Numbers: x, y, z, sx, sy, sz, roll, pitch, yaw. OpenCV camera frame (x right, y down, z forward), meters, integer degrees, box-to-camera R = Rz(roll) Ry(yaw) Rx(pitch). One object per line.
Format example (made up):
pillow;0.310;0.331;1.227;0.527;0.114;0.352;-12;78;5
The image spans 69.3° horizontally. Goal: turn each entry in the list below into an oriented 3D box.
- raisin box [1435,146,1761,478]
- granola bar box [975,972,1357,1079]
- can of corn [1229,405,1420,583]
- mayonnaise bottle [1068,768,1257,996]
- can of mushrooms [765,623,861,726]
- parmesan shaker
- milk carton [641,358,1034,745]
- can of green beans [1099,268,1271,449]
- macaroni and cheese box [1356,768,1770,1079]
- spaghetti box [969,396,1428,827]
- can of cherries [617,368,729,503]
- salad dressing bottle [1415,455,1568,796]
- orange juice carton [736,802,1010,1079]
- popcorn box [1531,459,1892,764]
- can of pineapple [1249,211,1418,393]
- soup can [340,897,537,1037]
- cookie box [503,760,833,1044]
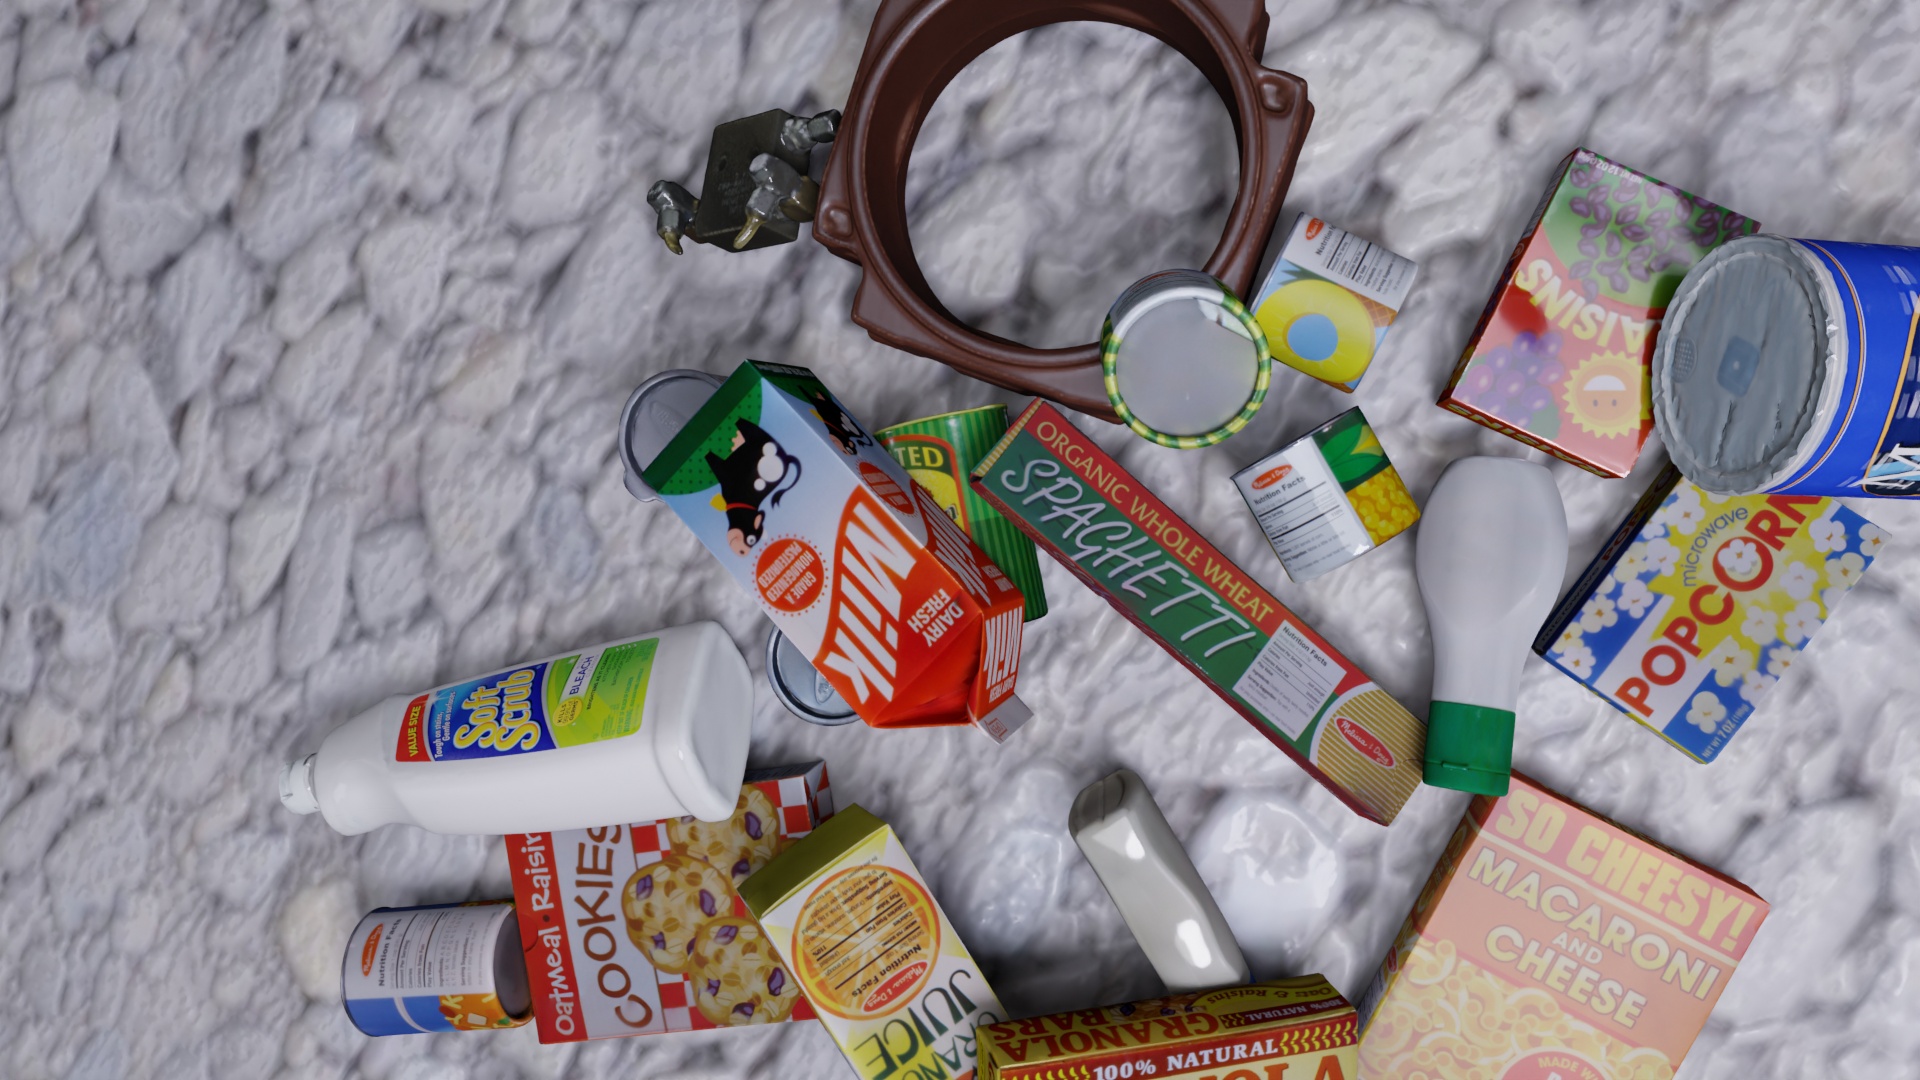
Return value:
raisin box;0.283;-0.100;0.623;0.086;0.040;0.123;26;96;8
granola bar box;0.093;0.268;0.619;0.166;0.039;0.124;-5;103;-12
can of corn;0.168;-0.021;0.636;0.071;0.071;0.058;-30;87;11
mayonnaise bottle;0.103;0.183;0.658;0.041;0.065;0.148;-29;96;11
can of mushrooms;-0.059;0.059;0.700;0.071;0.033;0.071;0;92;11
parmesan shaker;0.002;-0.008;0.666;0.071;0.071;0.103;-12;90;12
milk carton;-0.041;0.013;0.608;0.191;0.072;0.073;46;104;9
can of green beans;0.091;-0.075;0.570;0.071;0.058;0.071;1;107;4
macaroni and cheese box;0.265;0.203;0.637;0.124;0.040;0.166;27;98;9
spaghetti box;0.112;0.033;0.635;0.250;0.028;0.050;40;81;-5
can of cherries;-0.131;-0.050;0.697;0.071;0.058;0.071;1;93;11
salad dressing bottle;0.233;0.038;0.621;0.064;0.044;0.147;5;82;35
orange juice carton;-0.022;0.228;0.658;0.073;0.071;0.192;-33;97;-16
popcorn box;0.330;0.024;0.618;0.085;0.038;0.126;36;98;9
can of pineapple;0.166;-0.106;0.633;0.058;0.071;0.071;27;97;9
soup can;-0.268;0.226;0.733;0.084;0.071;0.071;-7;91;11
cookie box;-0.145;0.187;0.718;0.167;0.040;0.123;-9;91;11
